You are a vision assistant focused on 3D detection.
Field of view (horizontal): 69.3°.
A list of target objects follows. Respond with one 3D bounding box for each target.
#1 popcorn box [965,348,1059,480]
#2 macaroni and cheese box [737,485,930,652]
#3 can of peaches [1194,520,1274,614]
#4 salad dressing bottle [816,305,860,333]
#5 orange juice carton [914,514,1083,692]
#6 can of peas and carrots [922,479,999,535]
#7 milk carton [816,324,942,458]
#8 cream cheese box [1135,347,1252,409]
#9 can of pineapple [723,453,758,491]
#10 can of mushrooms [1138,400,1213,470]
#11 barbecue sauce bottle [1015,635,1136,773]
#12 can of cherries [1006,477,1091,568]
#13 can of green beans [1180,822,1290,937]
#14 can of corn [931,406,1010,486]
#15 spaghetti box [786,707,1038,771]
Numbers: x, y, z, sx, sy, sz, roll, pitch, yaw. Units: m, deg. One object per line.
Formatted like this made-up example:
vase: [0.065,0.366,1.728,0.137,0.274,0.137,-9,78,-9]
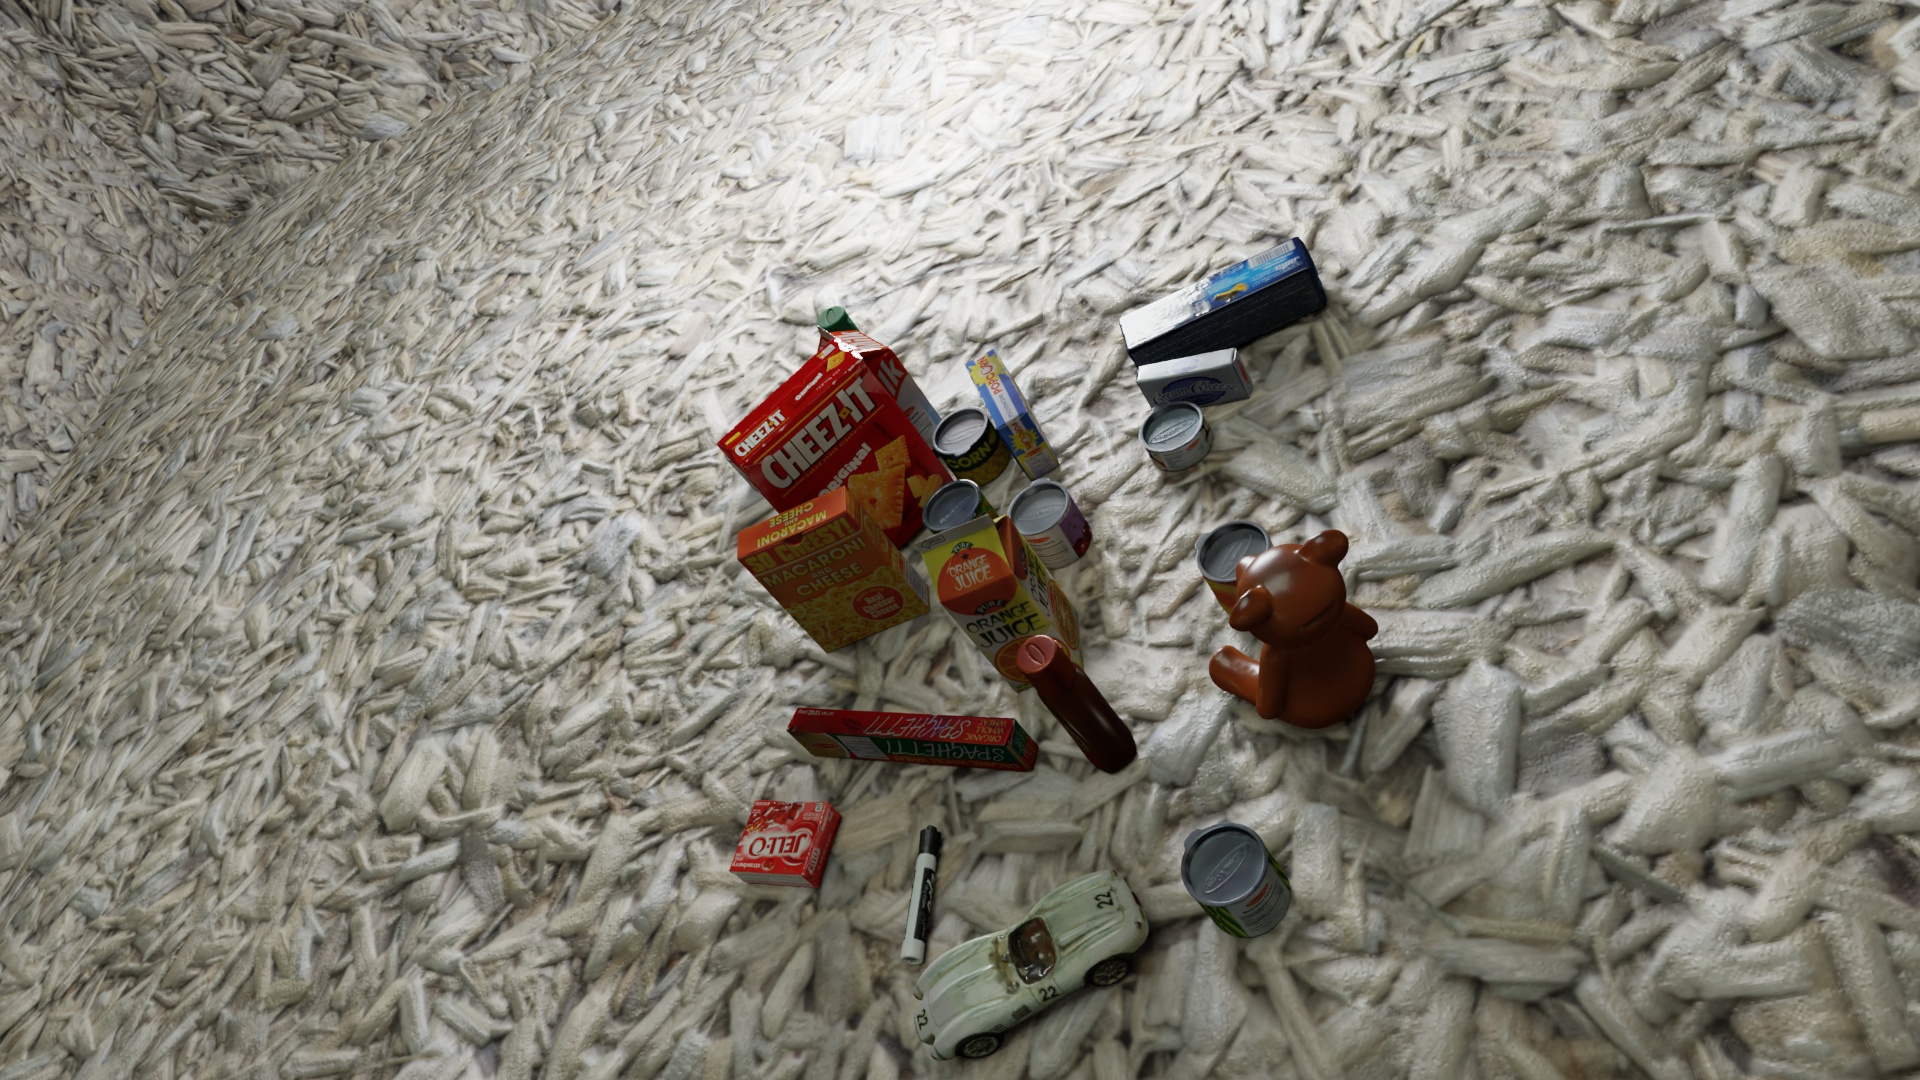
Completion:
popcorn box: [0.054,-0.133,1.459,0.038,0.085,0.127,-31,42,8]
macaroni and cheese box: [-0.123,0.032,1.370,0.123,0.166,0.040,-23,43,16]
can of peaches: [0.244,0.025,1.206,0.071,0.058,0.071,-19,45,20]
salad dressing bottle: [-0.112,-0.205,1.591,0.044,0.147,0.064,-23,43,16]
orange juice carton: [0.036,0.047,1.228,0.071,0.192,0.073,-22,44,17]
can of peas and carrots: [0.005,-0.018,1.408,0.071,0.058,0.071,-19,45,20]
milk carton: [-0.091,-0.157,1.501,0.073,0.190,0.072,-45,42,-8]
cream cheese box: [0.232,-0.157,1.382,0.103,0.053,0.024,-8,49,29]
can of pineapple: [-0.236,-0.101,1.650,0.071,0.057,0.071,-19,45,20]
can of mushrooms: [0.211,-0.104,1.364,0.071,0.033,0.071,-19,45,20]
barbecue sauce bottle: [0.094,0.132,1.144,0.044,0.148,0.065,-39,41,-1]
can of cherries: [0.088,-0.017,1.351,0.071,0.058,0.072,-19,45,20]
can of green beans: [0.204,0.251,1.028,0.071,0.057,0.071,-19,45,20]
can of corn: [0.012,-0.097,1.476,0.071,0.058,0.071,-19,45,20]
spaghetti box: [-0.047,0.181,1.270,0.250,0.050,0.029,-2,52,33]
